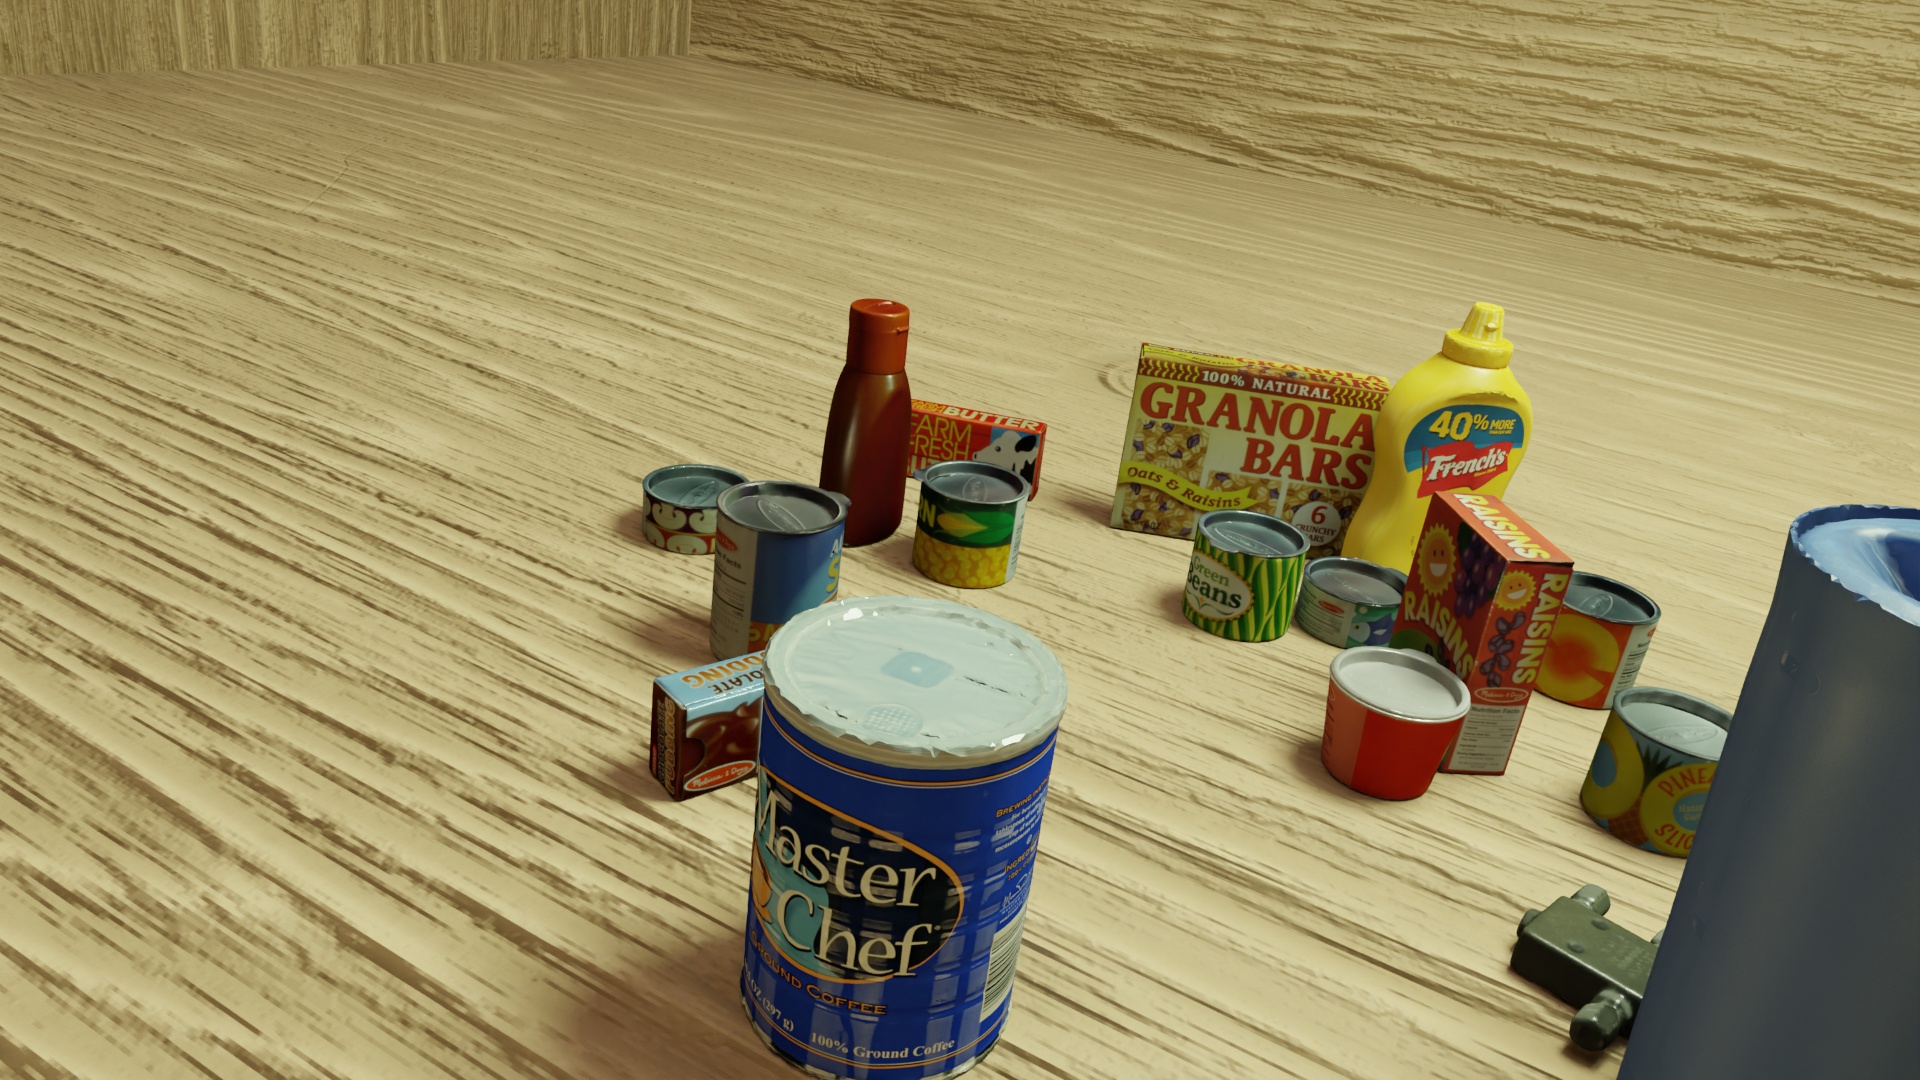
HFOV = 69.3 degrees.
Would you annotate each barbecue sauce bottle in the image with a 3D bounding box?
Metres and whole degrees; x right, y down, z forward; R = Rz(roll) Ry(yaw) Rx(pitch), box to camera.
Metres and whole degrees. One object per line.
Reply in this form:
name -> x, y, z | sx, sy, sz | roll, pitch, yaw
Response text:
barbecue sauce bottle -> -0.056, -0.074, 0.861 | 0.044, 0.147, 0.065 | 21, 27, 28

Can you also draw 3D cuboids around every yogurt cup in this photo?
yogurt cup -> 0.213, 0.092, 0.692 | 0.072, 0.053, 0.073 | 6, 24, -3

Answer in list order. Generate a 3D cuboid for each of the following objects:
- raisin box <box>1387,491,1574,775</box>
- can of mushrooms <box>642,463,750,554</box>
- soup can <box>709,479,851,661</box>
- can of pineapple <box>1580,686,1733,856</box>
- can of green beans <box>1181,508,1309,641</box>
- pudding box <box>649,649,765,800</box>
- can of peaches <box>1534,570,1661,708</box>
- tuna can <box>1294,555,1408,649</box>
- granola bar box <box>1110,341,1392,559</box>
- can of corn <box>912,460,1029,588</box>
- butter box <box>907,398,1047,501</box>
raisin box -> 0.265, 0.047, 0.722 | 0.040, 0.122, 0.086 | 4, 24, -9
can of mushrooms -> -0.159, -0.019, 0.851 | 0.071, 0.033, 0.071 | 6, 24, -3
soup can -> -0.094, 0.019, 0.726 | 0.071, 0.083, 0.071 | 6, 24, -3
can of pineapple -> 0.346, 0.113, 0.679 | 0.071, 0.057, 0.071 | 6, 24, -3
can of green beans -> 0.170, 0.020, 0.831 | 0.071, 0.057, 0.071 | 6, 24, -3
pudding box -> -0.098, 0.080, 0.632 | 0.084, 0.049, 0.030 | -14, 32, -39
can of peaches -> 0.361, 0.056, 0.809 | 0.071, 0.057, 0.071 | 6, 24, -3
tuna can -> 0.240, 0.038, 0.844 | 0.071, 0.032, 0.071 | 6, 24, -3
granola bar box -> 0.192, -0.058, 0.930 | 0.166, 0.123, 0.039 | 9, 24, 3
can of corn -> 0.003, -0.011, 0.850 | 0.071, 0.058, 0.071 | 6, 24, -3
butter box -> 0.006, -0.065, 0.975 | 0.103, 0.053, 0.024 | 12, 24, 9
